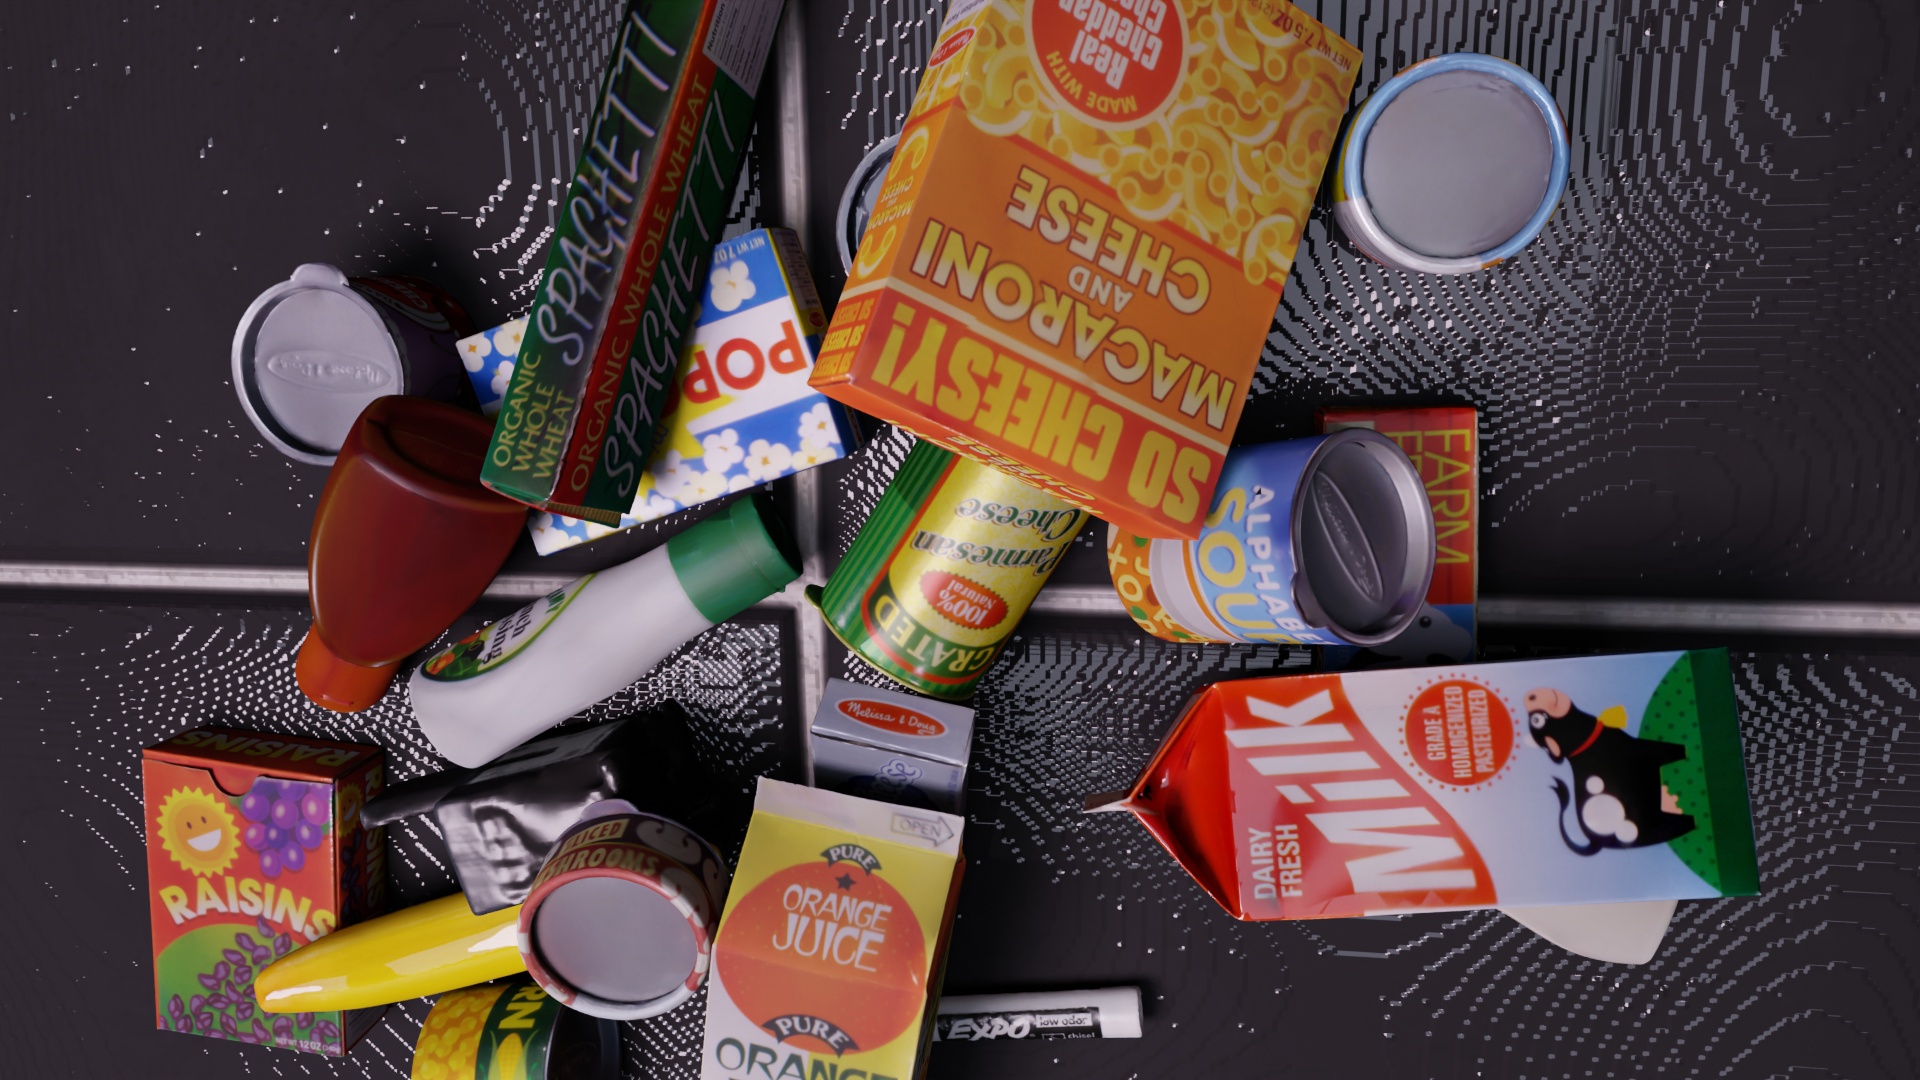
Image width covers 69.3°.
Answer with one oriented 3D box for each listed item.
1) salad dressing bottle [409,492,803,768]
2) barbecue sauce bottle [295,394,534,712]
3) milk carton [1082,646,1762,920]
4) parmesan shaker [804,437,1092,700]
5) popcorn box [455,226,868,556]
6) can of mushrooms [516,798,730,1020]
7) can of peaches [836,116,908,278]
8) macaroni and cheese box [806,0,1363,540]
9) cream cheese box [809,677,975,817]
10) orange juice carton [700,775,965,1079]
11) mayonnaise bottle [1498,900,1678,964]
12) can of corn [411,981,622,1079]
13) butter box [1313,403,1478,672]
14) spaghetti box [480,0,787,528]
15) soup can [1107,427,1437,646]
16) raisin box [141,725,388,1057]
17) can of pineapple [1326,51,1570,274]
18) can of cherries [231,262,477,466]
[{"bbox_3d":[-0.131,0.032,0.519,0.147,0.064,0.044,-28,108,5],"label":"salad dressing bottle"},{"bbox_3d":[-0.207,0.012,0.507,0.065,0.044,0.147,21,133,-25],"label":"barbecue sauce bottle"},{"bbox_3d":[0.135,0.077,0.439,0.191,0.072,0.073,-4,82,6],"label":"milk carton"},{"bbox_3d":[0.002,-0.006,0.483,0.071,0.071,0.102,33,105,1],"label":"parmesan shaker"},{"bbox_3d":[-0.107,-0.054,0.506,0.126,0.038,0.085,-17,99,12],"label":"popcorn box"},{"bbox_3d":[-0.115,0.126,0.474,0.071,0.033,0.070,1,114,3],"label":"can of mushrooms"},{"bbox_3d":[-0.003,-0.106,0.468,0.071,0.058,0.071,2,102,9],"label":"can of peaches"},{"bbox_3d":[0.041,-0.098,0.419,0.124,0.040,0.166,23,82,-24],"label":"macaroni and cheese box"},{"bbox_3d":[-0.024,0.090,0.500,0.053,0.024,0.103,13,143,6],"label":"cream cheese box"},{"bbox_3d":[-0.046,0.169,0.493,0.072,0.073,0.191,12,115,6],"label":"orange juice carton"},{"bbox_3d":[0.174,0.098,0.492,0.148,0.041,0.064,16,96,7],"label":"mayonnaise bottle"},{"bbox_3d":[-0.177,0.209,0.558,0.058,0.071,0.071,-5,101,10],"label":"can of corn"},{"bbox_3d":[0.151,0.004,0.484,0.053,0.024,0.103,-2,102,9],"label":"butter box"},{"bbox_3d":[-0.096,-0.128,0.452,0.029,0.050,0.250,17,90,16],"label":"spaghetti box"},{"bbox_3d":[0.097,0.002,0.449,0.083,0.071,0.071,-6,105,54],"label":"soup can"},{"bbox_3d":[-0.287,0.144,0.575,0.086,0.040,0.123,6,102,9],"label":"raisin box"},{"bbox_3d":[0.153,-0.119,0.440,0.071,0.058,0.071,2,102,9],"label":"can of pineapple"},{"bbox_3d":[-0.219,-0.067,0.511,0.071,0.058,0.071,2,102,10],"label":"can of cherries"}]
